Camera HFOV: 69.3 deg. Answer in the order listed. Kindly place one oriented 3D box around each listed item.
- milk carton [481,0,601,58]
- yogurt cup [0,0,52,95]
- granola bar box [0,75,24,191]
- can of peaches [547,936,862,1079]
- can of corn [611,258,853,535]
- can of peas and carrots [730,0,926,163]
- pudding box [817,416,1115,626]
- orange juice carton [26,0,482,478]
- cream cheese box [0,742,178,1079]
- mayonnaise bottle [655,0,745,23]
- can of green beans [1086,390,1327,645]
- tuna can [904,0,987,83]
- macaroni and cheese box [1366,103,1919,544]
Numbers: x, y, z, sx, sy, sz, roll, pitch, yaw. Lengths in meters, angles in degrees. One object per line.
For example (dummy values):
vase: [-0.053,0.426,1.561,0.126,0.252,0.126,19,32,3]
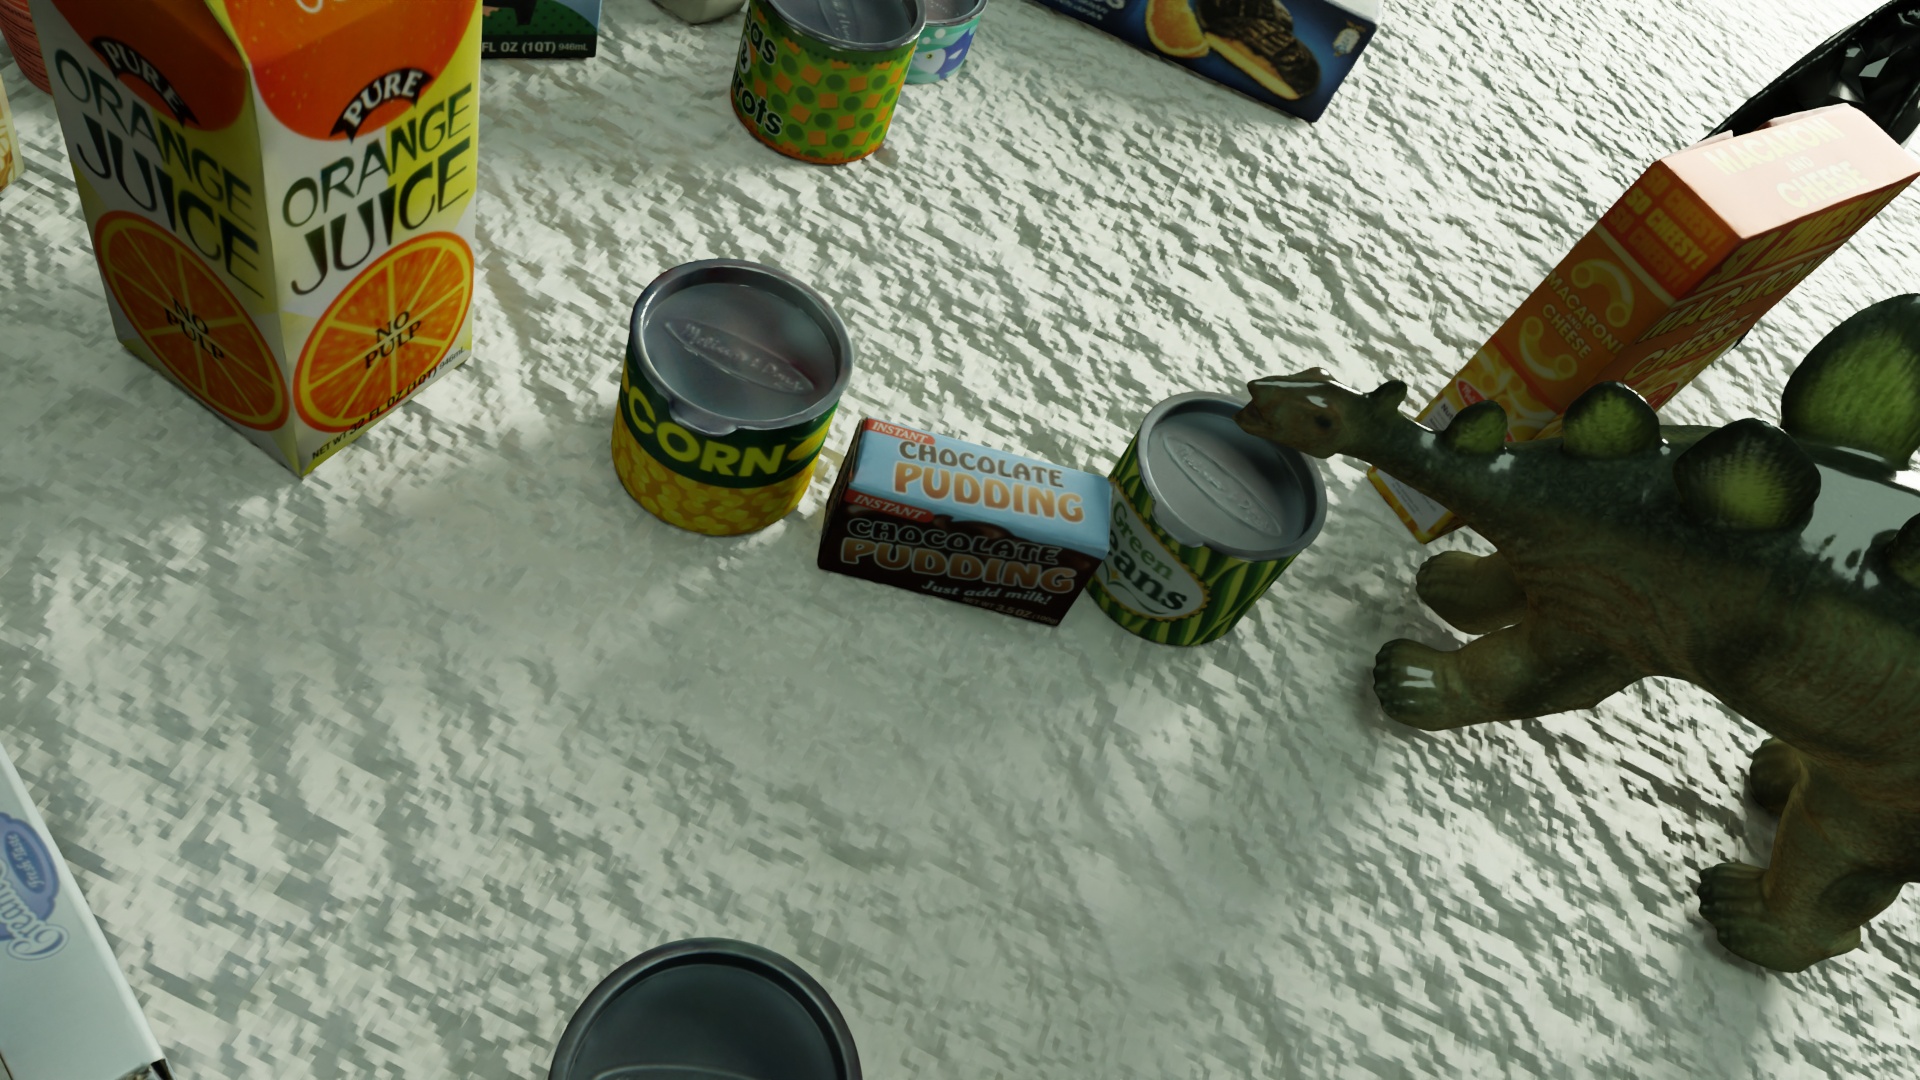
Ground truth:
milk carton: [-0.159,-0.263,0.469,0.072,0.189,0.074,-9,60,-26]
yogurt cup: [-0.280,-0.178,0.450,0.072,0.053,0.073,10,54,-14]
granola bar box: [-0.309,-0.094,0.334,0.039,0.123,0.166,22,52,-5]
can of peaches: [-0.061,0.133,0.310,0.071,0.057,0.071,10,54,-14]
can of corn: [-0.073,-0.041,0.429,0.071,0.058,0.071,10,54,-14]
can of peas and carrots: [-0.055,-0.190,0.541,0.071,0.058,0.071,10,54,-14]
pudding box: [0.002,-0.005,0.437,0.084,0.049,0.030,14,53,-11]
orange juice carton: [-0.174,-0.110,0.354,0.073,0.191,0.072,35,52,6]
cream cheese box: [-0.200,0.082,0.296,0.024,0.053,0.104,-28,70,-34]
mayonnaise bottle: [-0.098,-0.276,0.528,0.041,0.147,0.065,-33,73,-35]
can of green beans: [0.078,-0.006,0.462,0.071,0.057,0.071,10,54,-14]
tuna can: [-0.025,-0.229,0.596,0.071,0.032,0.071,10,53,-14]
macaroni and cheese box: [0.240,-0.075,0.503,0.124,0.165,0.040,-21,66,-31]
